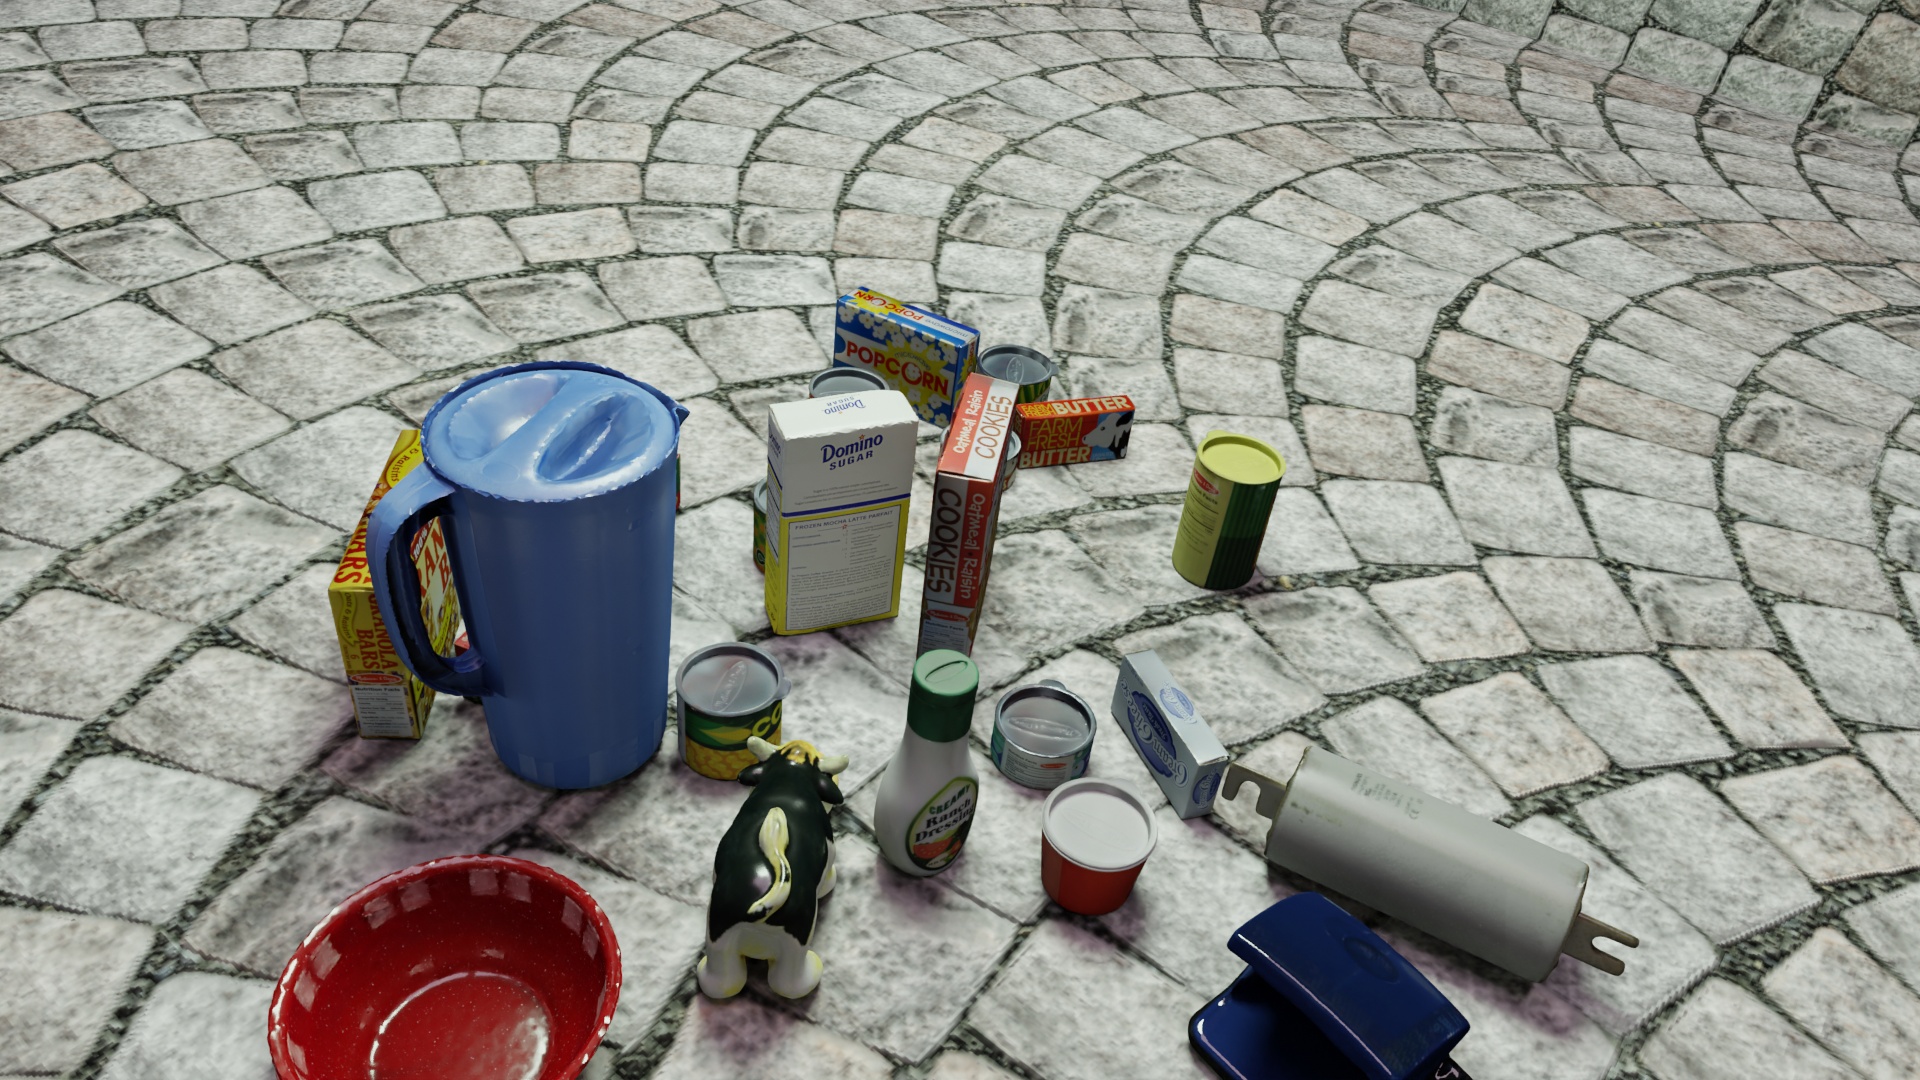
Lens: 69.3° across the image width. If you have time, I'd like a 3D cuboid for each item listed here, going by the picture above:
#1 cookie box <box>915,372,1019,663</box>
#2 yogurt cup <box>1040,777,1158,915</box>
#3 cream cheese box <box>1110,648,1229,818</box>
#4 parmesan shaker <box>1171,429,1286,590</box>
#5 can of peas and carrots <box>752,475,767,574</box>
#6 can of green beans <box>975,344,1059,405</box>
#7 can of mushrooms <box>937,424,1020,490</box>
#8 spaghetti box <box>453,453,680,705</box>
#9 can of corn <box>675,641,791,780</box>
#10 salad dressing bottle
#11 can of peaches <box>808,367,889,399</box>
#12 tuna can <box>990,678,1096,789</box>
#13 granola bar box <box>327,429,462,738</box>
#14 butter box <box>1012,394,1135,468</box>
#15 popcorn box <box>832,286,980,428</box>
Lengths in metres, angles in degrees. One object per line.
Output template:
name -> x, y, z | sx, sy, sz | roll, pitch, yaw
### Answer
cookie box -> 0.003, -0.012, 0.959 | 0.040, 0.166, 0.123 | 10, 37, 4
yogurt cup -> 0.078, 0.182, 0.813 | 0.072, 0.053, 0.073 | 5, 37, -4
cream cheese box -> 0.134, 0.124, 0.898 | 0.024, 0.053, 0.104 | -9, 41, -21
parmesan shaker -> 0.202, -0.023, 1.059 | 0.071, 0.102, 0.072 | 5, 37, -4
can of peas and carrots -> -0.120, -0.009, 1.022 | 0.071, 0.058, 0.071 | 5, 37, -4
can of green beans -> 0.044, -0.129, 1.207 | 0.071, 0.057, 0.071 | 5, 37, -4
can of mushrooms -> 0.015, -0.068, 1.142 | 0.071, 0.033, 0.071 | 5, 37, -4
spaghetti box -> -0.265, 0.018, 0.969 | 0.029, 0.049, 0.251 | 16, 38, 11
can of corn -> -0.142, 0.107, 0.869 | 0.071, 0.058, 0.071 | 5, 37, -4
salad dressing bottle -> -0.016, 0.128, 0.791 | 0.064, 0.146, 0.044 | -21, 46, -32
can of peaches -> -0.093, -0.101, 1.146 | 0.071, 0.057, 0.071 | 5, 37, -4
tuna can -> 0.053, 0.125, 0.900 | 0.071, 0.032, 0.071 | 5, 37, -4
granola bar box -> -0.350, 0.025, 0.886 | 0.039, 0.123, 0.166 | 3, 38, -6
butter box -> 0.094, -0.092, 1.171 | 0.104, 0.052, 0.024 | -6, 39, -17
popcorn box -> -0.048, -0.159, 1.207 | 0.127, 0.084, 0.038 | 24, 40, 20
